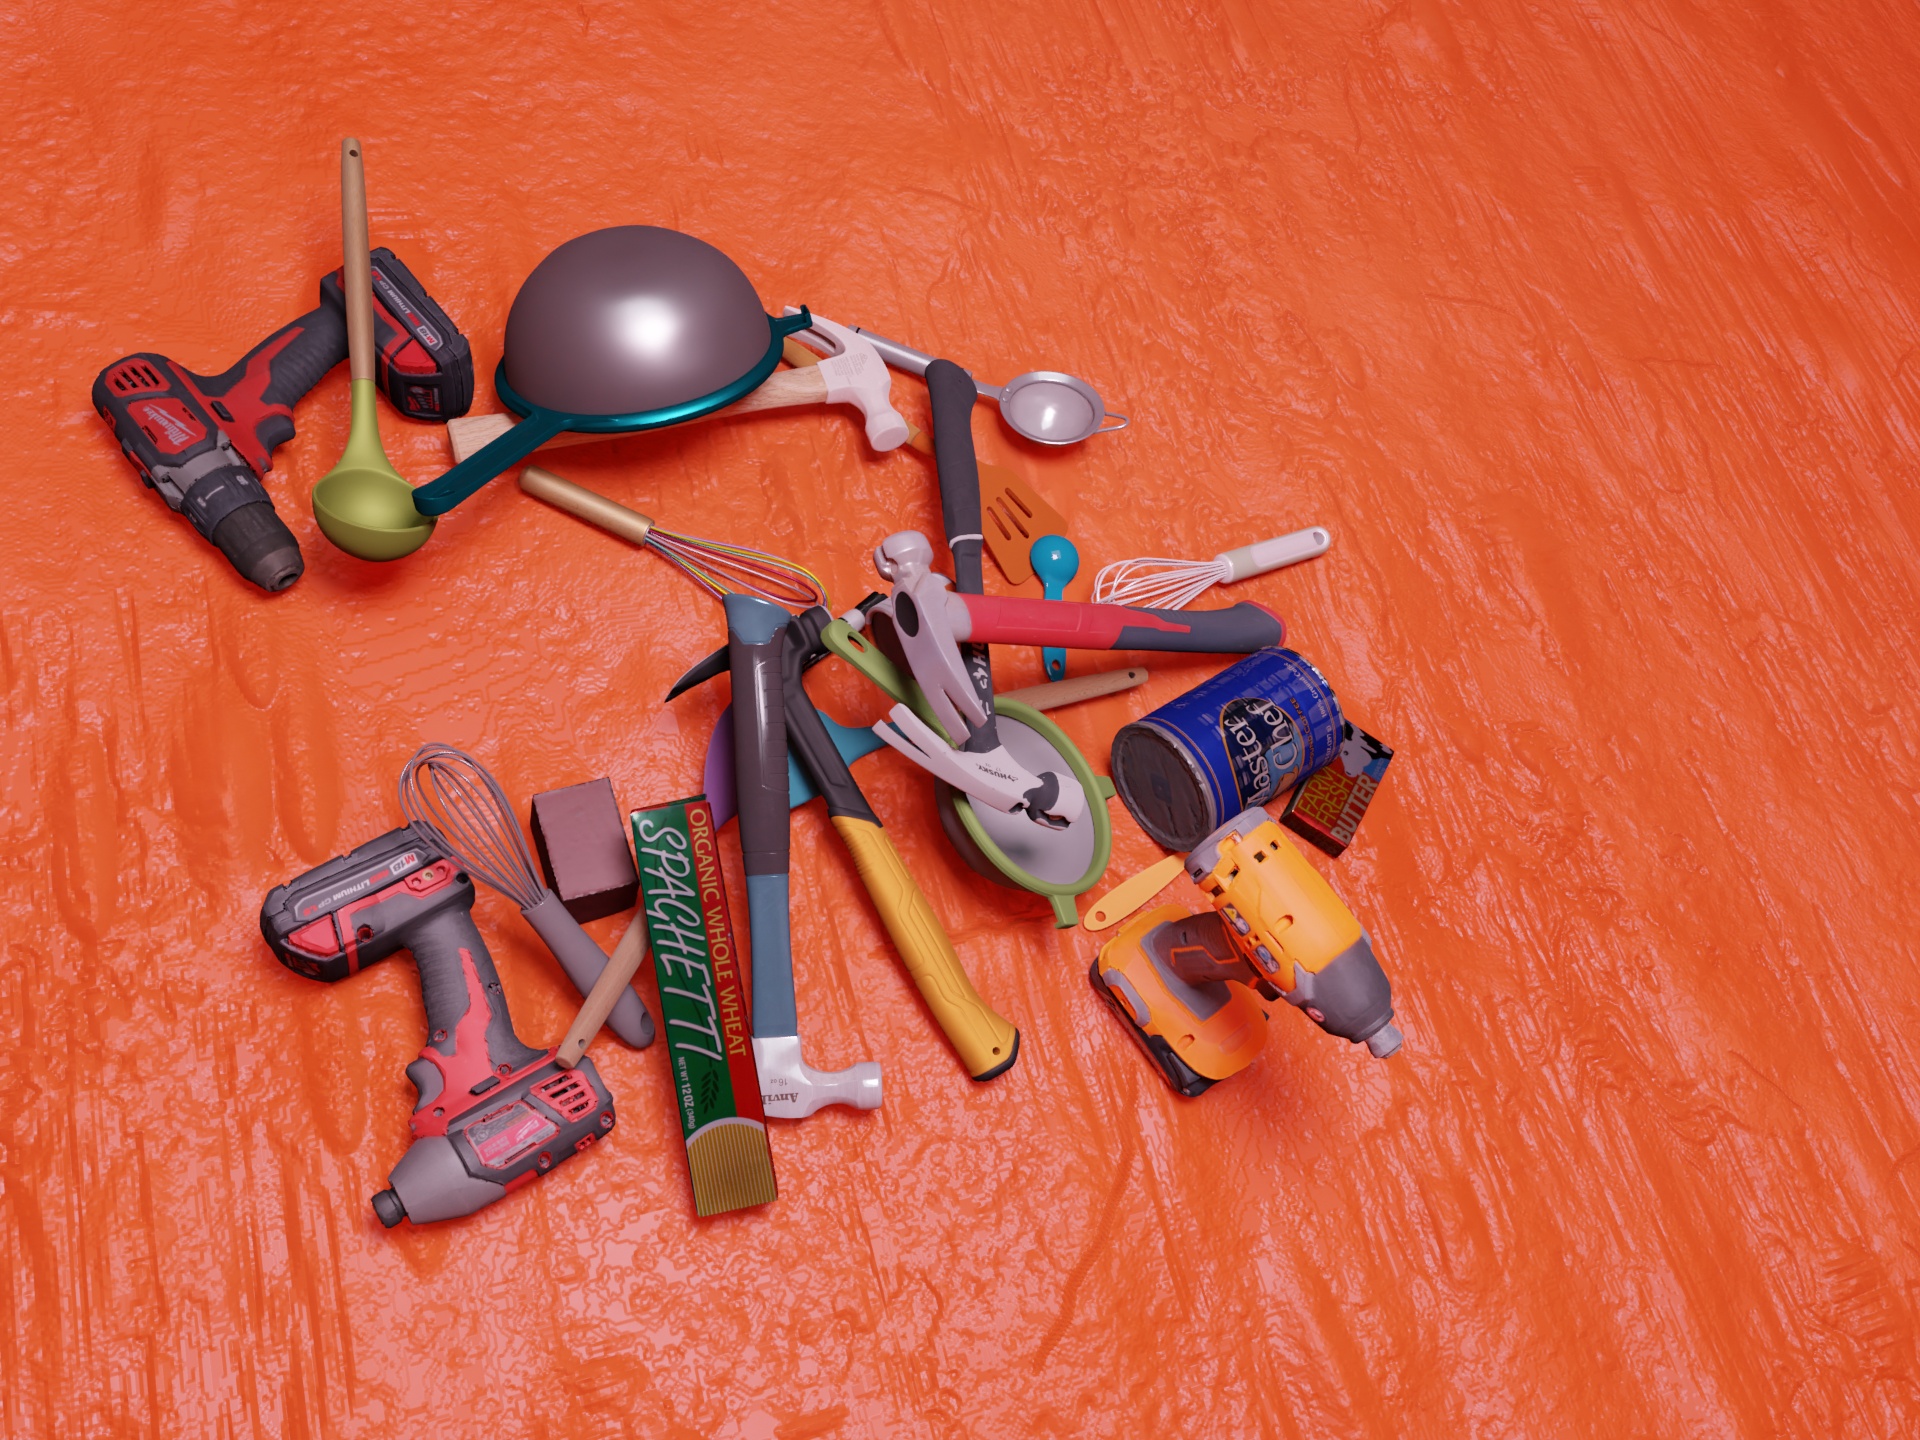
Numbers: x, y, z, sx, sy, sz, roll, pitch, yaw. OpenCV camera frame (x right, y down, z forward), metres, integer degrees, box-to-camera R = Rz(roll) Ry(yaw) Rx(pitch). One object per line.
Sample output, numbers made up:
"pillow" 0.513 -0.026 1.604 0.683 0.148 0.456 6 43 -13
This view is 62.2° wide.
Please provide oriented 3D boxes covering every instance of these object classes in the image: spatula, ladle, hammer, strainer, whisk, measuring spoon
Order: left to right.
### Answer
"ladle" -0.395 -0.254 1.058 0.078 0.062 0.320 2 72 -34
"whisk" -0.255 0.112 0.957 0.055 0.055 0.238 -46 116 -30
"strainer" -0.265 -0.259 1.092 0.211 0.095 0.340 15 42 22
"hammer" -0.212 -0.236 1.184 0.331 0.031 0.130 -14 66 -20
"whisk" -0.205 -0.130 1.151 0.245 0.047 0.051 25 61 0
"spatula" -0.179 0.090 1.022 0.059 0.018 0.316 49 43 -25
"hammer" -0.122 0.084 1.007 0.128 0.033 0.331 -3 87 -7
"hammer" -0.065 0.090 1.056 0.127 0.034 0.337 -28 84 -28
"spatula" -0.056 -0.230 1.259 0.322 0.041 0.081 36 59 8
"strainer" -0.009 0.031 1.085 0.256 0.069 0.152 41 39 -15
"spatula" -0.002 -0.004 1.143 0.317 0.044 0.082 -13 77 -20
"hammer" 0.000 -0.114 1.129 0.149 0.036 0.409 22 45 -30
"strainer" 0.010 -0.272 1.289 0.258 0.050 0.087 22 53 1
"measuring spoon" 0.077 -0.089 1.223 0.042 0.021 0.129 14 62 -26
"hammer" 0.112 -0.053 1.123 0.386 0.038 0.143 0 59 -43
"measuring spoon" 0.133 0.120 1.148 0.117 0.011 0.021 -31 76 -24
"whisk" 0.203 -0.120 1.267 0.246 0.059 0.058 -18 83 -29

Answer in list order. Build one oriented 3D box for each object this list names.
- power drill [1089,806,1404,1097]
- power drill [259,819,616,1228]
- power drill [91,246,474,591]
"power drill" 0.182 0.165 1.012 0.084 0.226 0.164 -32 77 -27
"power drill" -0.317 0.184 0.942 0.143 0.078 0.220 -29 78 -27
"power drill" -0.448 -0.207 1.098 0.227 0.080 0.188 -37 82 -25
